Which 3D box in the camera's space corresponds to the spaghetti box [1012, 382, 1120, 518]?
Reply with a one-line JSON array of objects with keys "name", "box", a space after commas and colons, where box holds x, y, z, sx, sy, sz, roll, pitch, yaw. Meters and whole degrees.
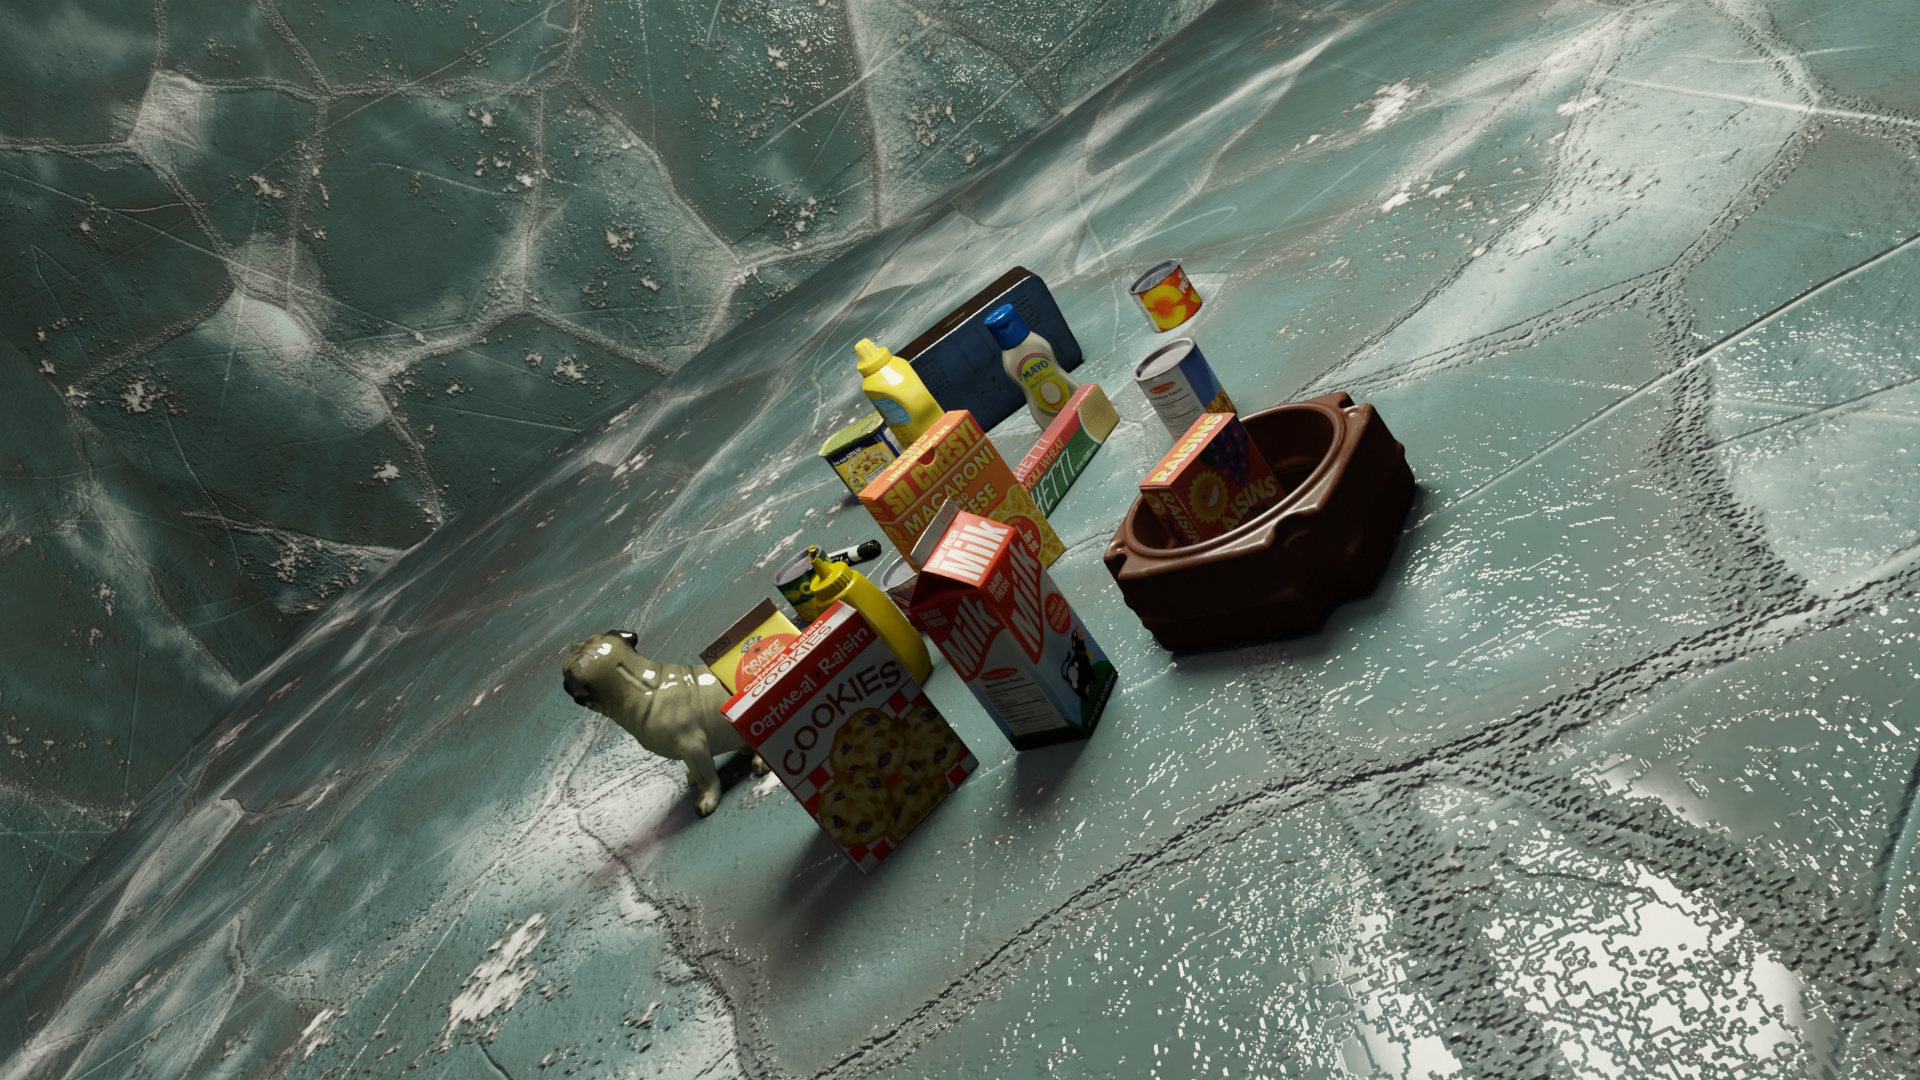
[{"name": "spaghetti box", "box": [0.084, -0.065, 1.396, 0.028, 0.050, 0.251, -11, 33, 48]}]

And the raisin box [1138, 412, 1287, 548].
[{"name": "raisin box", "box": [0.198, -0.021, 1.034, 0.086, 0.123, 0.040, -46, 23, -22]}]

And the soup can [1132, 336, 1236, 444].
[{"name": "soup can", "box": [0.213, -0.141, 1.312, 0.071, 0.083, 0.071, -31, 22, 14]}]

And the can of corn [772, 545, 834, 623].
[{"name": "can of corn", "box": [-0.161, 0.048, 1.522, 0.071, 0.058, 0.071, -31, 22, 14]}]

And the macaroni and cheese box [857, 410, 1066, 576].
[{"name": "macaroni and cheese box", "box": [0.004, -0.016, 1.256, 0.124, 0.166, 0.040, -45, 23, -20]}]

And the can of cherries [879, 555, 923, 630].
[{"name": "can of cherries", "box": [-0.037, 0.046, 1.338, 0.071, 0.058, 0.072, -31, 22, 14]}]

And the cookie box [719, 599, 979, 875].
[{"name": "cookie box", "box": [-0.082, 0.148, 1.048, 0.123, 0.167, 0.040, -43, 22, -16]}]

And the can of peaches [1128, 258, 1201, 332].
[{"name": "can of peaches", "box": [0.238, -0.283, 1.601, 0.071, 0.058, 0.071, -31, 22, 14]}]

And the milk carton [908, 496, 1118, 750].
[{"name": "milk carton", "box": [0.030, 0.060, 1.028, 0.073, 0.190, 0.073, -19, 27, 39]}]

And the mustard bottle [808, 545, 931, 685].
[{"name": "mustard bottle", "box": [-0.091, 0.068, 1.235, 0.065, 0.160, 0.049, -21, 26, 35]}]

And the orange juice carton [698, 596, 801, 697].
[{"name": "orange juice carton", "box": [-0.121, 0.136, 1.098, 0.072, 0.192, 0.073, -42, 22, -13]}]

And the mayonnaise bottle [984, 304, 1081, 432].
[{"name": "mayonnaise bottle", "box": [0.081, -0.189, 1.524, 0.064, 0.147, 0.041, -34, 21, 8]}]
